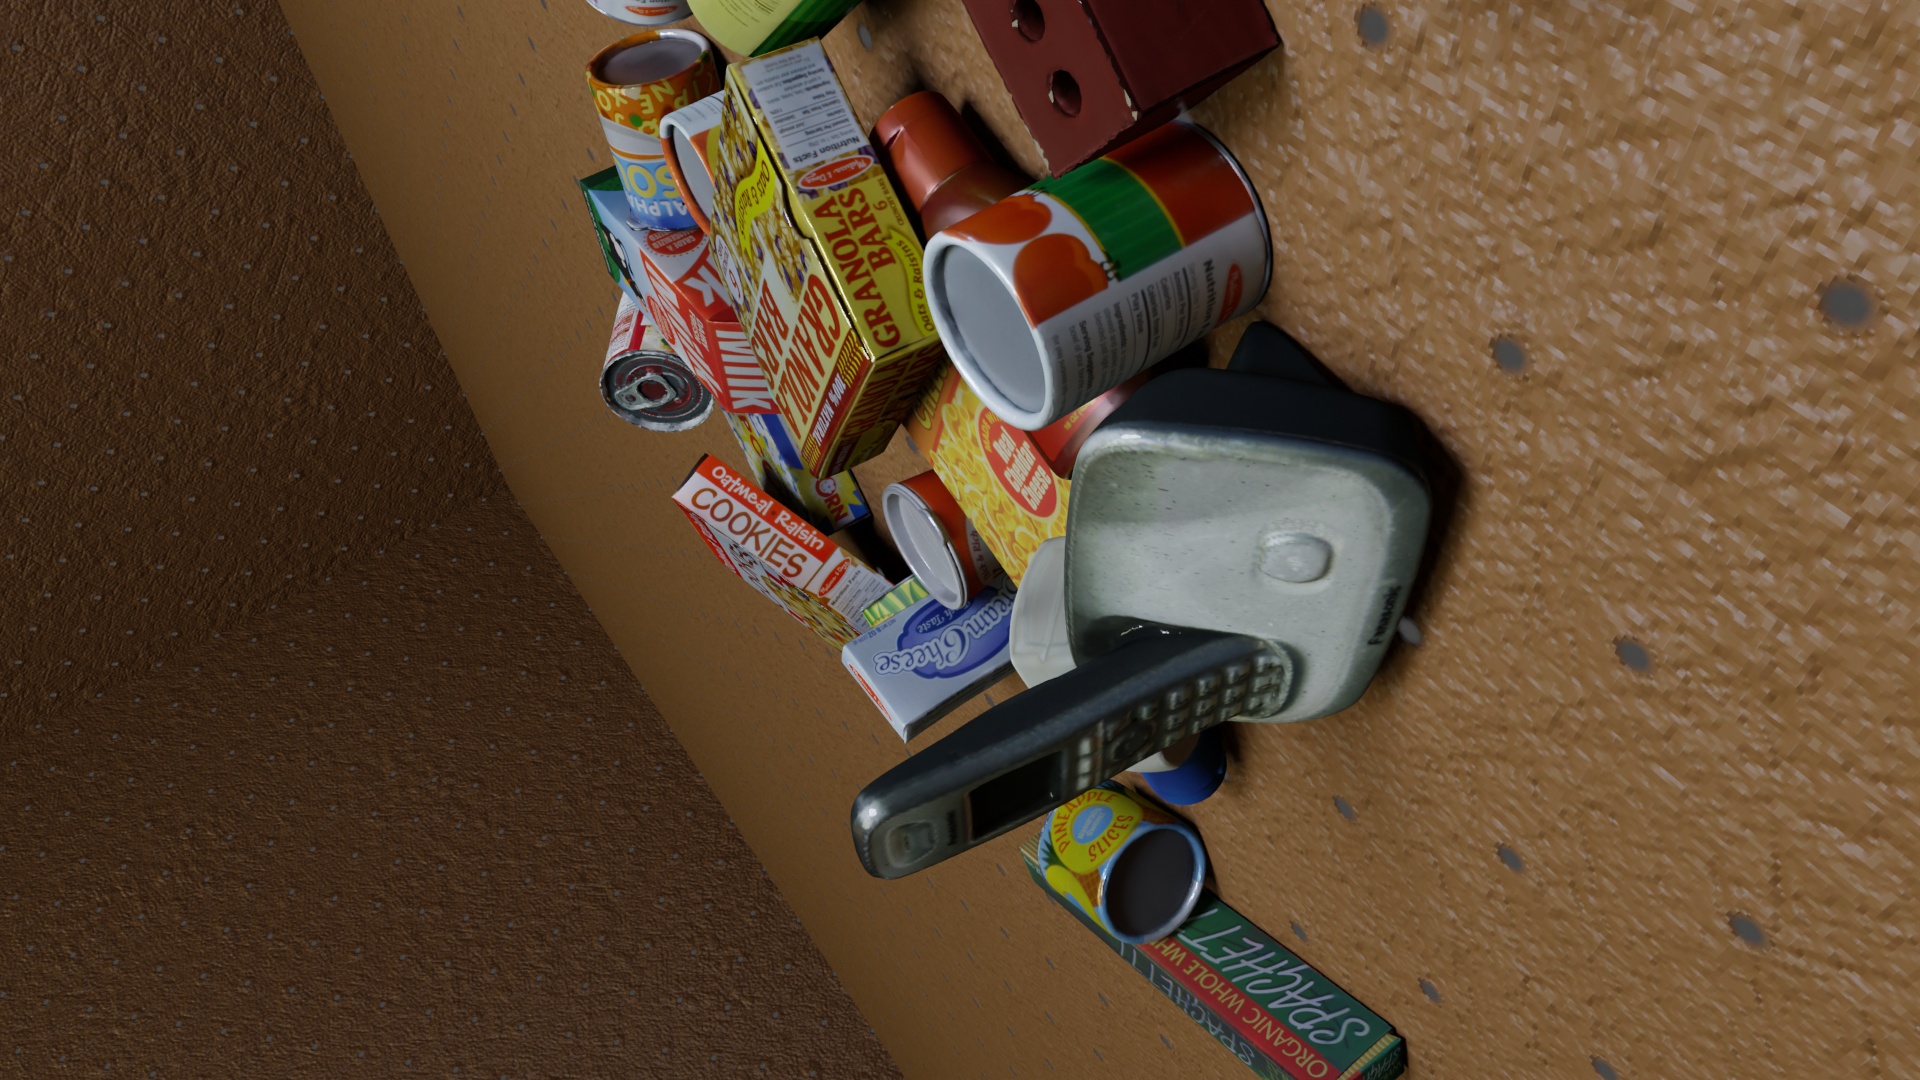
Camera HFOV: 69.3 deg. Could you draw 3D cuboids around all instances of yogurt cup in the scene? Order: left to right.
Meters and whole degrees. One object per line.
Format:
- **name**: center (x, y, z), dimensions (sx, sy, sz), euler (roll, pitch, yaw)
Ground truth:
- **yogurt cup**: center (0.002, -0.008, 0.667), dimensions (0.072, 0.054, 0.072), euler (49, 159, 27)

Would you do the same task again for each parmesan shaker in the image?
- **parmesan shaker**: center (-0.058, -0.219, 0.490), dimensions (0.071, 0.071, 0.103), euler (64, 161, -13)

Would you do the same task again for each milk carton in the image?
- **milk carton**: center (-0.132, -0.141, 0.778), dimensions (0.191, 0.074, 0.072), euler (47, 157, 31)

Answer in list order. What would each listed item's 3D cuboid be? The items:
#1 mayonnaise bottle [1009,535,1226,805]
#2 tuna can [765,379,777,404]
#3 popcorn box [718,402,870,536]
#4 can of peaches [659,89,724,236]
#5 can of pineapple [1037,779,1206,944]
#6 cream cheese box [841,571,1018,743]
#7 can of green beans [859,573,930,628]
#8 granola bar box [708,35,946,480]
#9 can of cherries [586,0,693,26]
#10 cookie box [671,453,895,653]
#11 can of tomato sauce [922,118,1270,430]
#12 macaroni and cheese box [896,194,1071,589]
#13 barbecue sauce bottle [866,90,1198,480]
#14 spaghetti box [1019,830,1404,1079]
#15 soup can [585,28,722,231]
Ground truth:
- **mayonnaise bottle**: center (0.068, 0.061, 0.562), dimensions (0.041, 0.065, 0.147), euler (-3, 145, 30)
- **tuna can**: center (-0.064, -0.084, 0.697), dimensions (0.033, 0.071, 0.070), euler (42, 155, 41)
- **popcorn box**: center (-0.114, -0.066, 0.899), dimensions (0.085, 0.038, 0.126), euler (10, 128, 64)
- **can of peaches**: center (-0.103, -0.182, 0.670), dimensions (0.071, 0.058, 0.071), euler (49, 158, 28)
- **can of pineapple**: center (0.081, 0.160, 0.702), dimensions (0.058, 0.071, 0.070), euler (23, 139, 59)
- **cream cheese box**: center (-0.001, 0.050, 0.687), dimensions (0.053, 0.104, 0.024), euler (51, 156, 20)
- **can of green beans**: center (-0.013, 0.045, 0.766), dimensions (0.058, 0.071, 0.071), euler (58, 161, 3)
- **granola bar box**: center (-0.060, -0.105, 0.571), dimensions (0.124, 0.039, 0.165), euler (64, 163, 6)
- **can of cherries**: center (-0.141, -0.276, 0.615), dimensions (0.071, 0.072, 0.058), euler (56, 160, 9)
- **cookie box**: center (-0.096, 0.024, 0.887), dimensions (0.167, 0.040, 0.122), euler (35, 166, 15)
- **can of tomato sauce**: center (0.039, -0.081, 0.422), dimensions (0.071, 0.083, 0.070), euler (49, 158, 27)
- **macaroni and cheese box**: center (0.010, -0.065, 0.585), dimensions (0.167, 0.040, 0.123), euler (54, 160, 14)
- **barbecue sauce bottle**: center (0.020, -0.096, 0.499), dimensions (0.149, 0.044, 0.064), euler (56, 131, 17)
- **spaghetti box**: center (0.116, 0.206, 0.705), dimensions (0.250, 0.050, 0.028), euler (28, 145, 57)
- **soup can**: center (-0.155, -0.215, 0.732), dimensions (0.071, 0.071, 0.083), euler (43, 155, 40)
